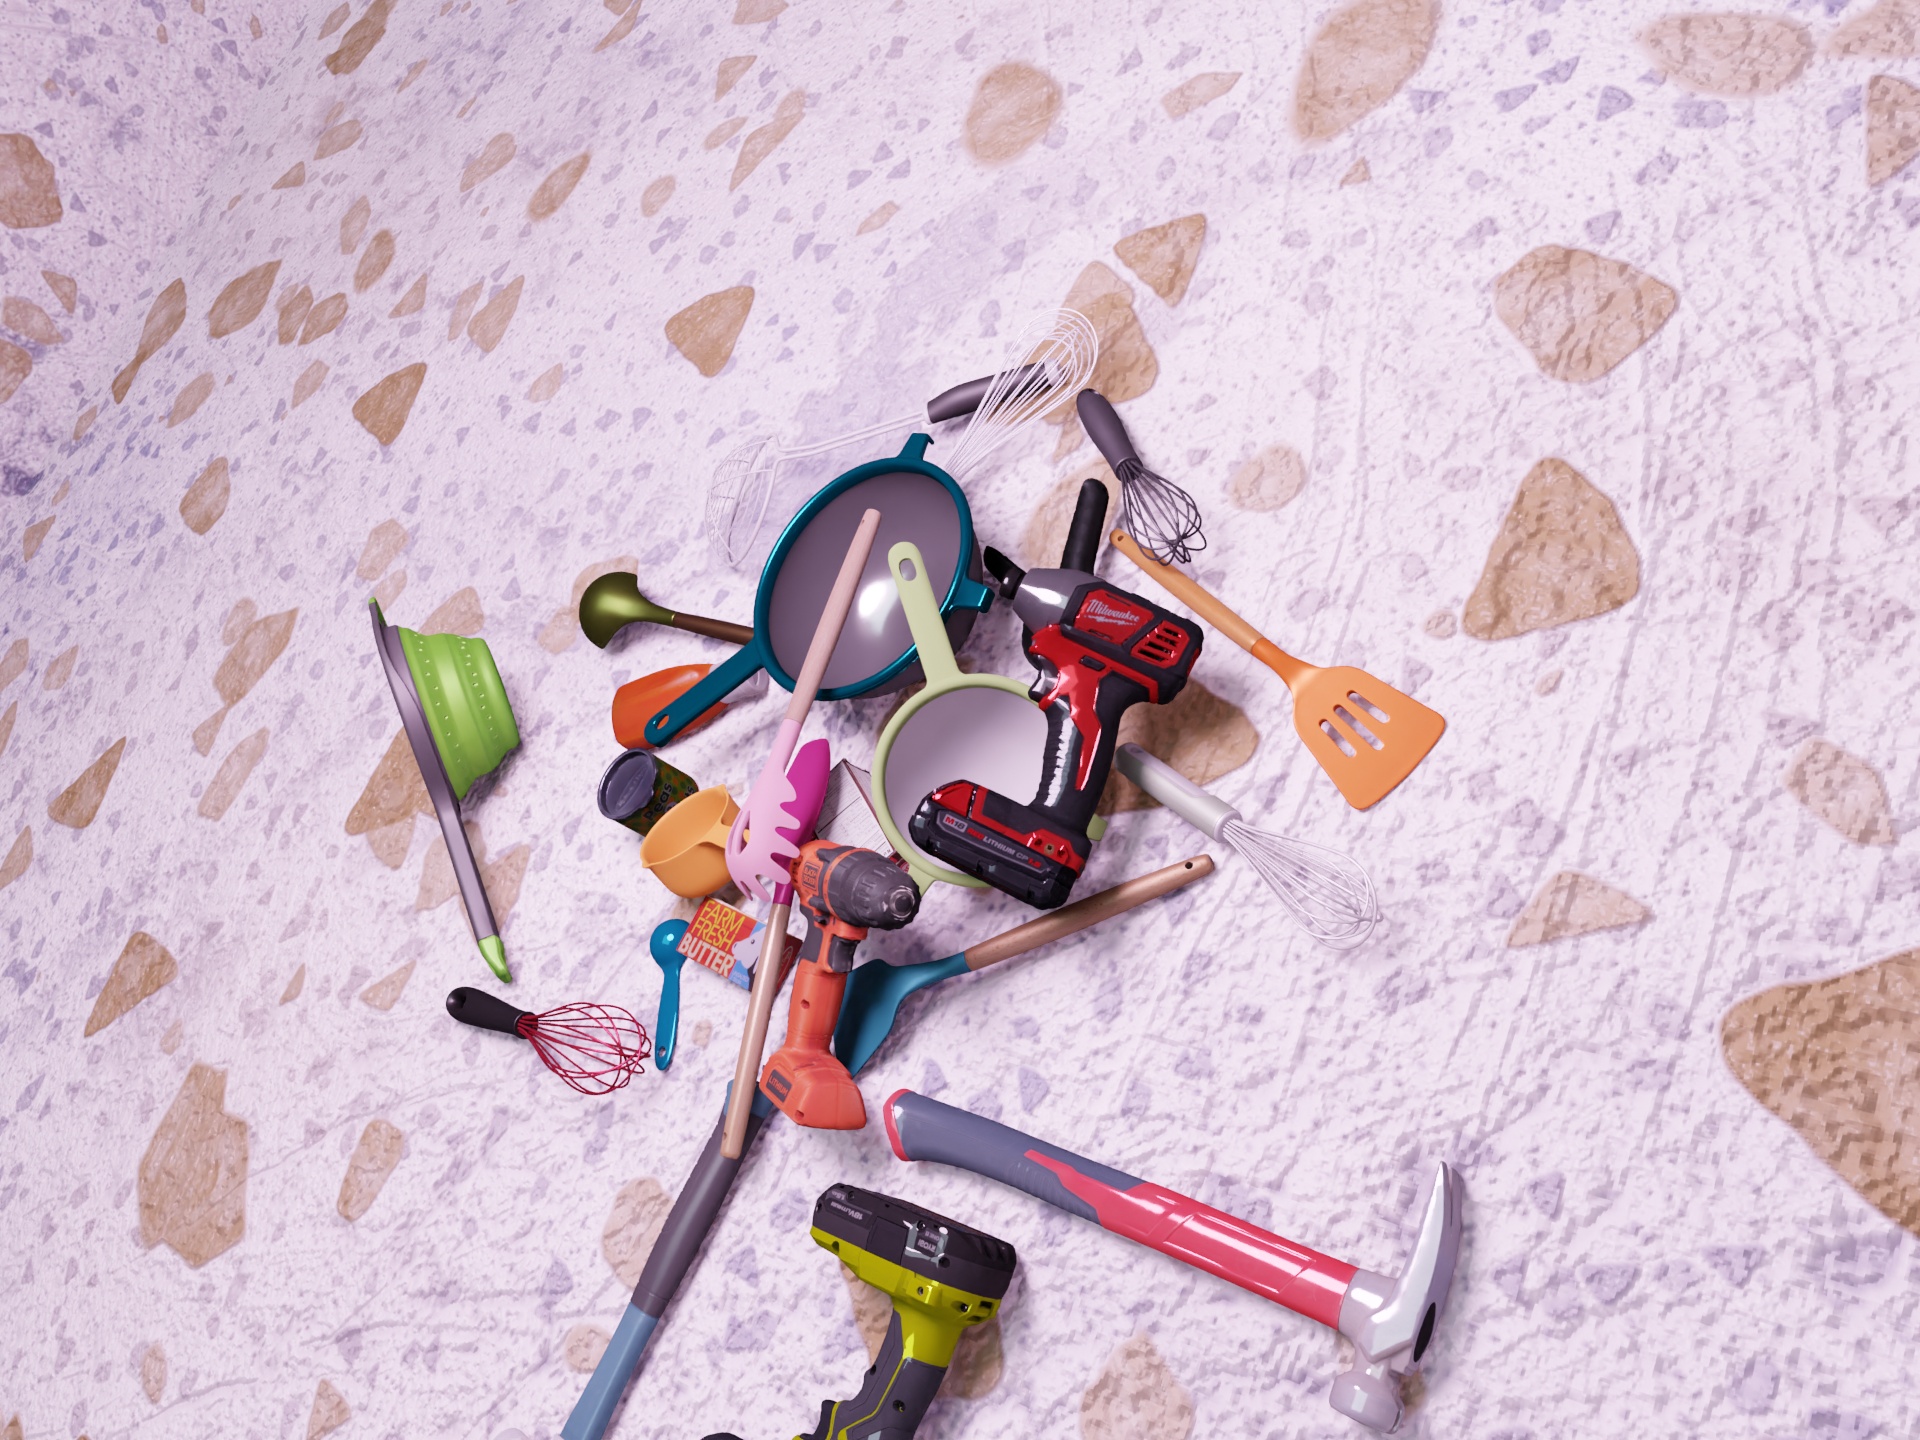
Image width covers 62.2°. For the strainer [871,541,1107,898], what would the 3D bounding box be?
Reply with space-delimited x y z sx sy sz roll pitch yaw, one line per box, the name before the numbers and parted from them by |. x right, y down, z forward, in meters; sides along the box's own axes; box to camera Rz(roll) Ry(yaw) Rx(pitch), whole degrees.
strainer | -0.002 -0.004 1.147 0.151 0.069 0.256 -19 79 2

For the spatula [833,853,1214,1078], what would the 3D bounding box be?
spatula | 0.033 0.160 1.106 0.317 0.044 0.082 -25 52 18

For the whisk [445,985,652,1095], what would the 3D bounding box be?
whisk | -0.348 0.255 1.314 0.296 0.073 0.073 3 67 45

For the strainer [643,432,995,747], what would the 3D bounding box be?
strainer | -0.107 -0.063 1.290 0.340 0.095 0.211 -35 51 19

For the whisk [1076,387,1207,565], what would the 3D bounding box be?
whisk | 0.131 -0.192 1.214 0.055 0.055 0.239 -37 40 14

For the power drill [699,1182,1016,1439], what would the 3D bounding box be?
power drill | -0.071 0.417 0.998 0.191 0.080 0.228 9 73 39

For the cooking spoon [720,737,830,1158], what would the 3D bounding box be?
cooking spoon | -0.138 0.163 1.183 0.069 0.017 0.319 -14 59 49

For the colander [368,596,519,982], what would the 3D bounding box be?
colander | -0.446 0.052 1.475 0.094 0.204 0.397 -19 65 -15

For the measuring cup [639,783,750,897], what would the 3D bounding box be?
measuring cup | -0.183 0.105 1.251 0.174 0.052 0.095 7 48 52

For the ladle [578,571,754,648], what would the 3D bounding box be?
ladle | -0.229 -0.081 1.436 0.320 0.062 0.078 14 75 34

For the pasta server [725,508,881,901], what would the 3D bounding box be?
pasta server | -0.110 -0.018 1.186 0.060 0.040 0.316 -6 58 48

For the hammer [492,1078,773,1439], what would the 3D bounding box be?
hammer | -0.221 0.409 1.142 0.128 0.033 0.331 17 76 42

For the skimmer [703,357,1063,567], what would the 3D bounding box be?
skimmer | -0.072 -0.234 1.408 0.363 0.090 0.127 -15 50 18

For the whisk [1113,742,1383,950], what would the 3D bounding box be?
whisk | 0.179 0.072 1.032 0.247 0.057 0.059 37 120 47

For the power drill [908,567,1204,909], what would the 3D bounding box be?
power drill | 0.057 0.005 1.069 0.143 0.078 0.220 26 82 8

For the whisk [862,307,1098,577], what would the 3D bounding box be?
whisk | 0.007 -0.224 1.316 0.284 0.070 0.070 -47 46 17

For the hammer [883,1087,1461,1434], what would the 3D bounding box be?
hammer | 0.108 0.281 0.969 0.386 0.038 0.143 11 71 40

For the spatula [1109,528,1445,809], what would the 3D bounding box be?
spatula | 0.198 -0.057 1.109 0.081 0.041 0.323 -47 43 4

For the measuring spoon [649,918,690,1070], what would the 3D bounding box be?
measuring spoon | -0.239 0.216 1.274 0.042 0.021 0.129 -20 53 27
